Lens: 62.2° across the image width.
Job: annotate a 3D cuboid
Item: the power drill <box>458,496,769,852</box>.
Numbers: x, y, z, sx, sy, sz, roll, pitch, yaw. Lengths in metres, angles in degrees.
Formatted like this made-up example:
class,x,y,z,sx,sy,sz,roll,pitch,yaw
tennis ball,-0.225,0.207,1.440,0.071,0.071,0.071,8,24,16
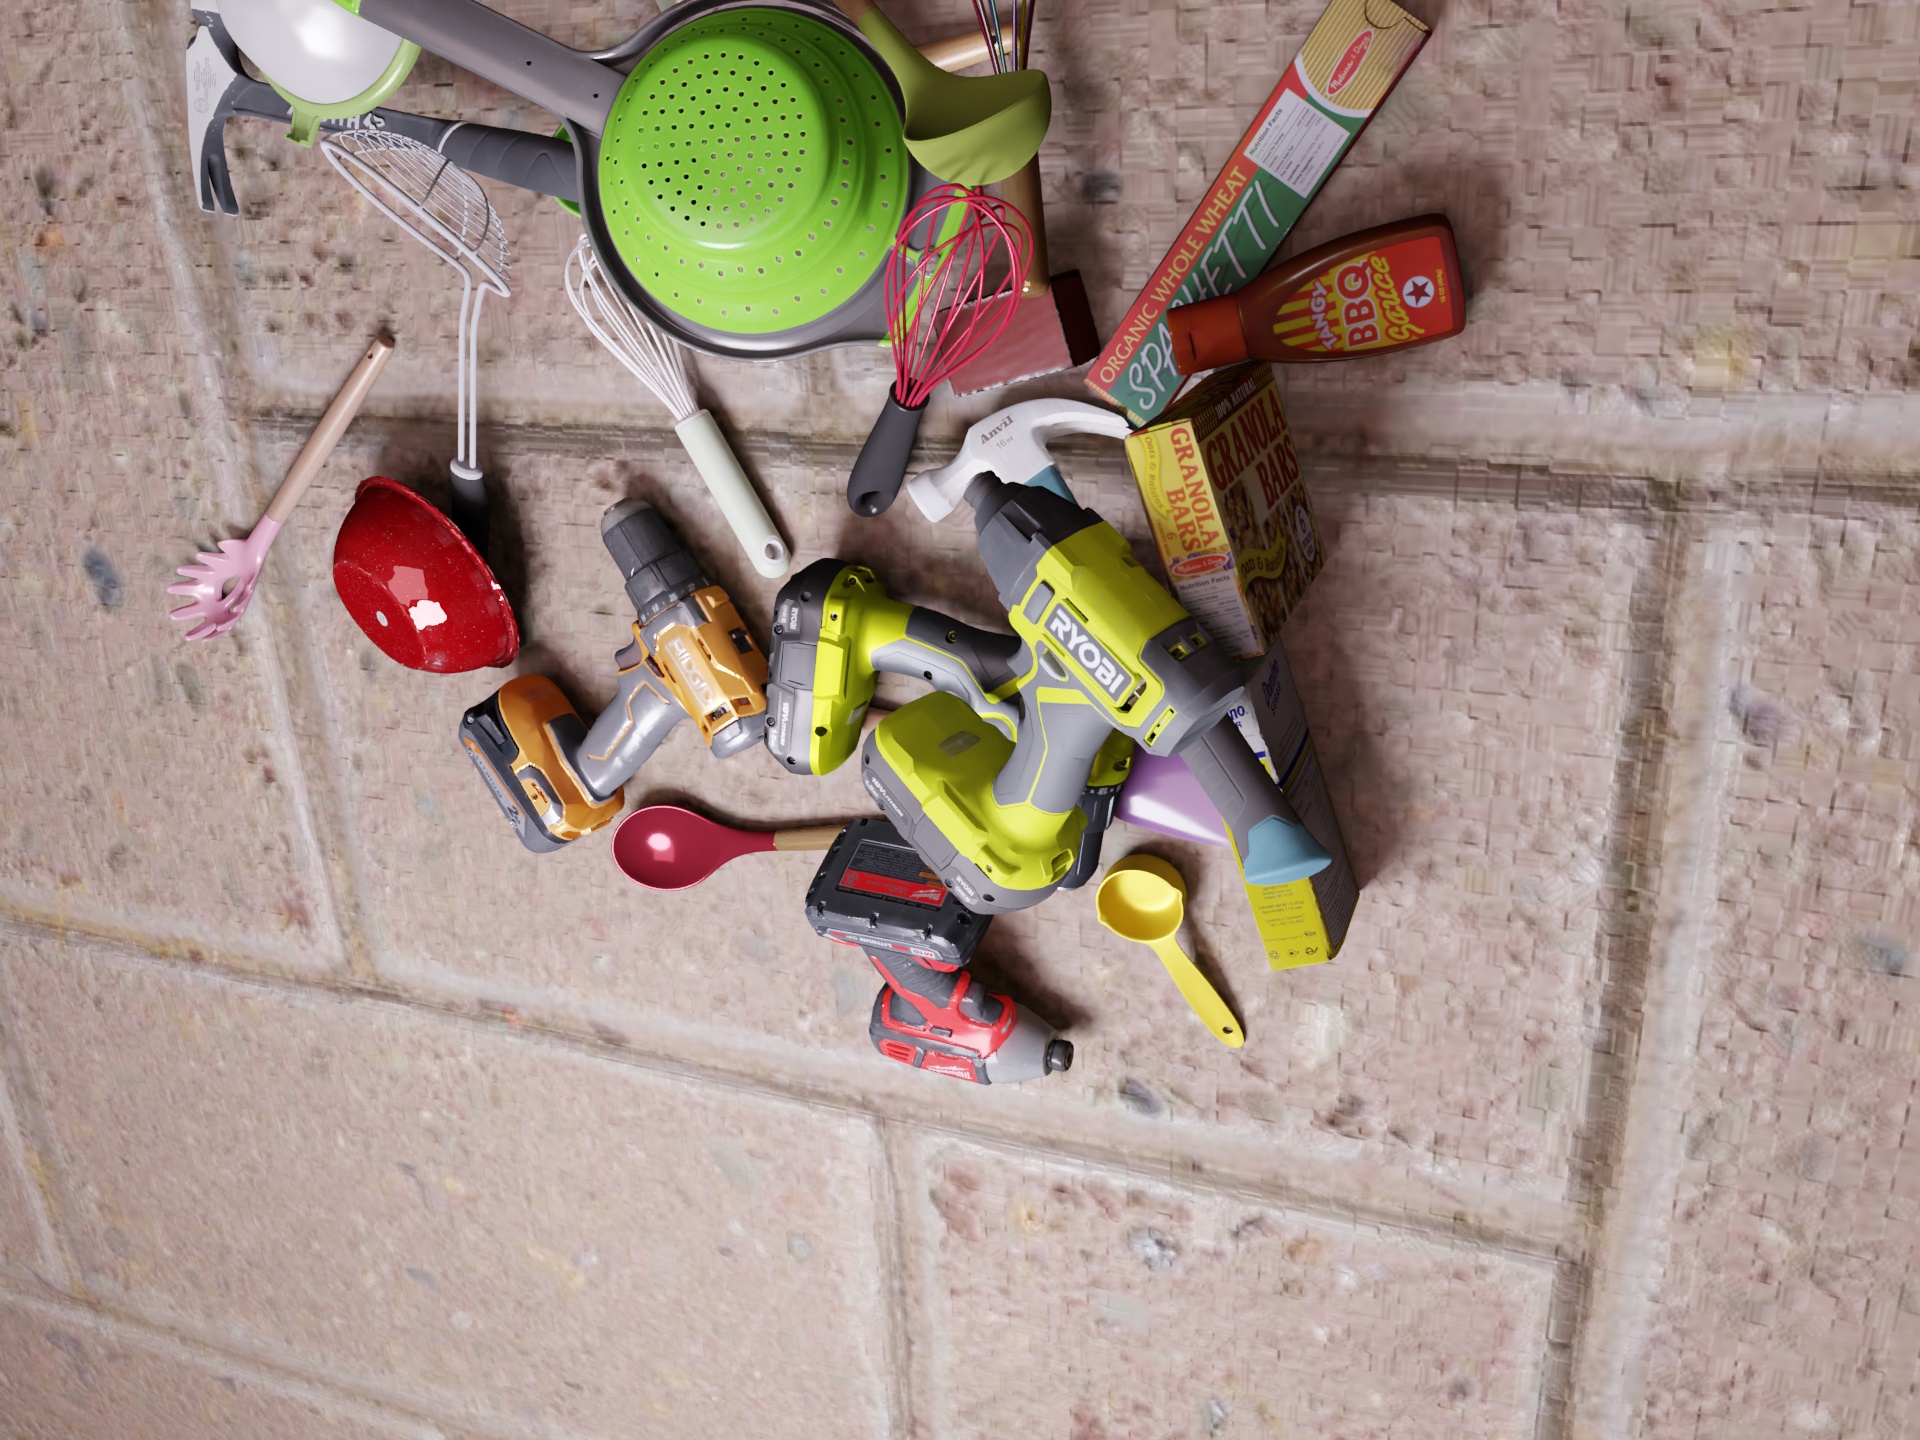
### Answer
class,x,y,z,sx,sy,sz,roll,pitch,yaw
power drill,-0.244,-0.029,1.101,0.226,0.084,0.185,-31,91,26

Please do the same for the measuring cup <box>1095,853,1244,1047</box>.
class,x,y,z,sx,sy,sz,roll,pitch,yaw
measuring cup,0.145,0.151,1.040,0.062,0.029,0.156,-24,112,30

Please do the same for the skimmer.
class,x,y,z,sx,sy,sz,roll,pitch,yaw
skimmer,-0.340,-0.201,1.015,0.127,0.090,0.363,35,137,19

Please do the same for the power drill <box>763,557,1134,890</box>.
class,x,y,z,sx,sy,sz,roll,pitch,yaw
power drill,-0.002,-0.003,0.992,0.228,0.080,0.190,11,107,15

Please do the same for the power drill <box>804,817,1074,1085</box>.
class,x,y,z,sx,sy,sz,roll,pitch,yaw
power drill,-0.008,0.165,1.039,0.143,0.079,0.219,9,142,24

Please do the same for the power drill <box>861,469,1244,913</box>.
class,x,y,z,sx,sy,sz,roll,pitch,yaw
power drill,0.034,-0.012,0.845,0.171,0.080,0.223,48,139,15

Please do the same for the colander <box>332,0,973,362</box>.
class,x,y,z,sx,sy,sz,roll,pitch,yaw
colander,-0.191,-0.338,0.860,0.397,0.094,0.204,27,98,2

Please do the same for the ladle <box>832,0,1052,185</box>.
class,x,y,z,sx,sy,sz,roll,pitch,yaw
ladle,-0.064,-0.395,0.838,0.320,0.078,0.062,52,168,18

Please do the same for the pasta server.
class,x,y,z,sx,sy,sz,roll,pitch,yaw
pasta server,-0.502,-0.169,1.179,0.316,0.040,0.060,-43,79,30

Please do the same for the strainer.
class,x,y,z,sx,sy,sz,roll,pitch,yaw
strainer,-0.351,-0.457,0.926,0.256,0.069,0.151,-18,92,27

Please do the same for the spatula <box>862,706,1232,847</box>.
class,x,y,z,sx,sy,sz,roll,pitch,yaw
spatula,0.034,0.020,1.032,0.316,0.018,0.059,13,103,18

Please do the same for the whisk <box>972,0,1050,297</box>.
class,x,y,z,sx,sy,sz,roll,pitch,yaw
whisk,0.028,-0.350,0.842,0.047,0.051,0.245,-4,97,15

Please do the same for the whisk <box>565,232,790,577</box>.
class,x,y,z,sx,sy,sz,roll,pitch,yaw
whisk,-0.178,-0.200,1.023,0.246,0.058,0.059,61,155,-12

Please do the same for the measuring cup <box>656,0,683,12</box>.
class,x,y,z,sx,sy,sz,roll,pitch,yaw
measuring cup,-0.204,-0.475,0.918,0.083,0.038,0.167,-23,99,30

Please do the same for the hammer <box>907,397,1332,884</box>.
class,x,y,z,sx,sy,sz,roll,pitch,yaw
hammer,0.096,-0.047,0.881,0.128,0.033,0.331,-36,65,11

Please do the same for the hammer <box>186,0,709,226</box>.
class,x,y,z,sx,sy,sz,roll,pitch,yaw
hammer,-0.332,-0.359,0.993,0.409,0.036,0.149,19,106,20

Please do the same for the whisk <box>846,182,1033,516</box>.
class,x,y,z,sx,sy,sz,roll,pitch,yaw
whisk,-0.025,-0.192,0.882,0.073,0.073,0.295,40,153,4

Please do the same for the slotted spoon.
class,x,y,z,sx,sy,sz,roll,pitch,yaw
slotted spoon,-0.109,-0.357,0.934,0.314,0.031,0.070,-7,104,24

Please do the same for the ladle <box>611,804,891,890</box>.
class,x,y,z,sx,sy,sz,roll,pitch,yaw
ladle,-0.106,0.082,1.115,0.315,0.031,0.069,-5,111,23
